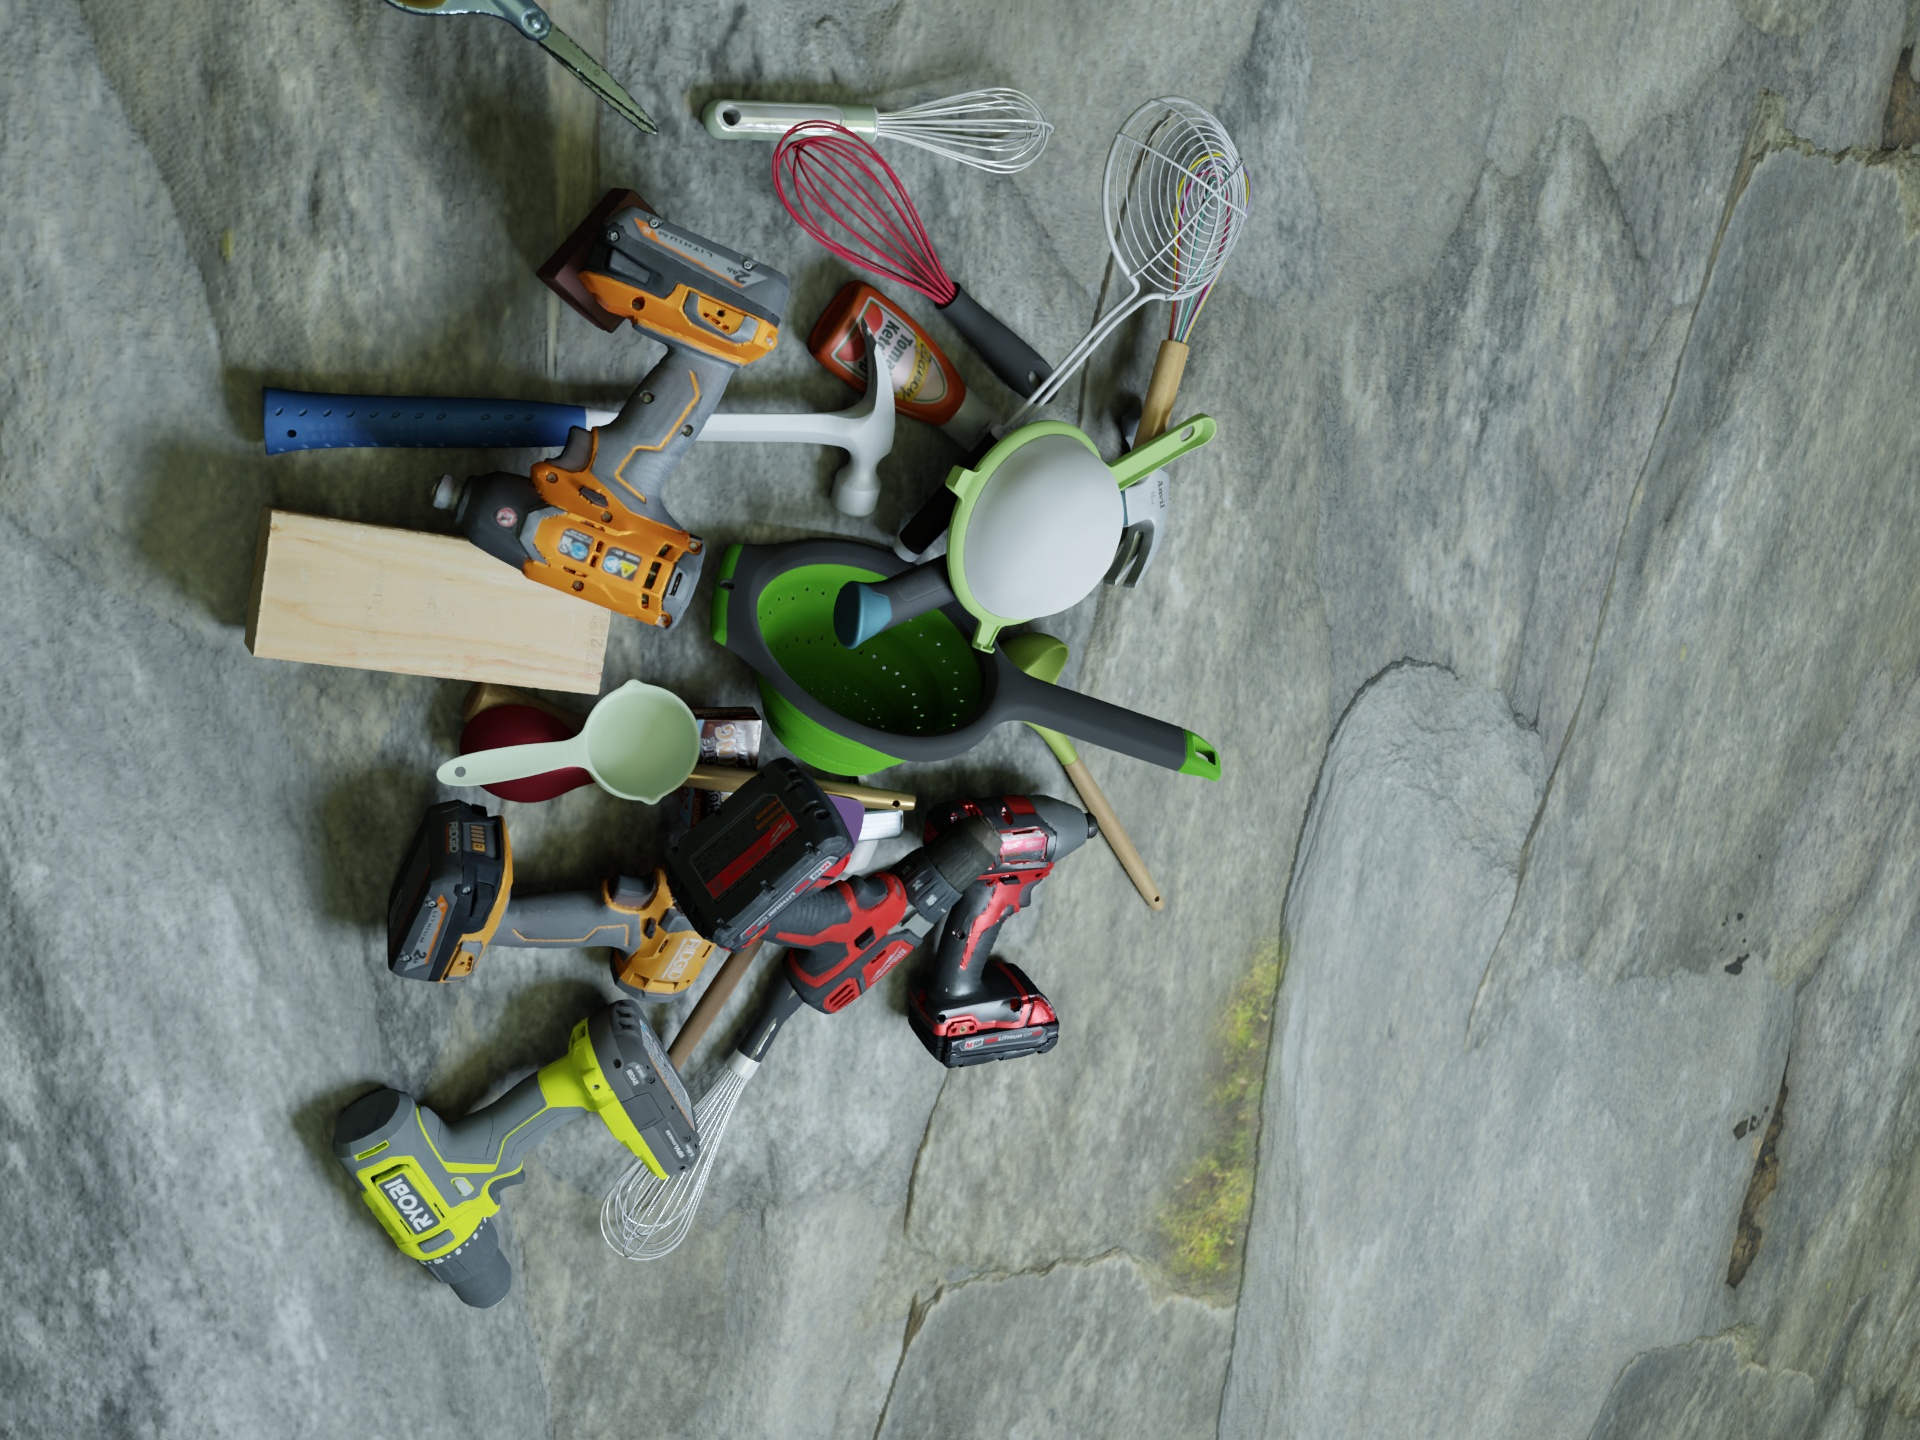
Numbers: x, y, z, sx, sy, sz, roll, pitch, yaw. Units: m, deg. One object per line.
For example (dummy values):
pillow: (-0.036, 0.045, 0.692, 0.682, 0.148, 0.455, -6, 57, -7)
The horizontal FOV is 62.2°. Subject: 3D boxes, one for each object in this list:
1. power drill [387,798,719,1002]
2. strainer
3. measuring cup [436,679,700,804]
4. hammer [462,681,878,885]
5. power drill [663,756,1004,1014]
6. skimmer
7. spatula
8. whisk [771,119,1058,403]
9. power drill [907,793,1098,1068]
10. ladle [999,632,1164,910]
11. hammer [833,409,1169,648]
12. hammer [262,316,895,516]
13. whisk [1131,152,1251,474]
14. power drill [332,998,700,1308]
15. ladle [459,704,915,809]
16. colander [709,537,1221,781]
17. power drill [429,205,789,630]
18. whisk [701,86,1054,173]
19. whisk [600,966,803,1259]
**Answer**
power drill: (-0.258, 0.115, 1.096, 0.226, 0.084, 0.185, 12, 131, -30)
strainer: (0.106, -0.152, 1.125, 0.256, 0.069, 0.151, -32, 133, -26)
measuring cup: (-0.256, 0.023, 1.041, 0.167, 0.038, 0.083, -10, 87, -18)
hammer: (-0.200, 0.039, 1.159, 0.331, 0.031, 0.130, 24, 96, -31)
power drill: (-0.077, 0.108, 1.097, 0.188, 0.080, 0.226, -41, 147, 3)
skimmer: (0.061, -0.260, 1.108, 0.127, 0.090, 0.363, 16, 129, -41)
spatula: (-0.160, 0.174, 1.176, 0.059, 0.018, 0.315, 16, 119, -36)
whisk: (-0.020, -0.307, 1.103, 0.295, 0.073, 0.073, 35, 90, -42)
power drill: (0.034, 0.162, 1.282, 0.143, 0.079, 0.219, -4, 114, -26)
ladle: (0.108, 0.054, 1.307, 0.078, 0.062, 0.319, -41, 123, -12)
hammer: (0.039, -0.126, 1.166, 0.331, 0.033, 0.128, -26, 118, -37)
hammer: (-0.234, -0.198, 1.037, 0.405, 0.035, 0.144, -3, 134, -22)
whisk: (0.164, -0.305, 1.197, 0.047, 0.051, 0.245, 14, 94, -23)
power drill: (-0.312, 0.321, 1.165, 0.228, 0.080, 0.190, -26, 117, -5)
ladle: (-0.183, 0.039, 1.099, 0.315, 0.031, 0.069, 8, 108, -16)
colander: (-0.002, -0.004, 1.157, 0.397, 0.205, 0.094, 18, 131, -15)
power drill: (-0.211, -0.186, 0.963, 0.164, 0.084, 0.226, 20, 92, -18)
whisk: (-0.052, -0.401, 1.070, 0.246, 0.059, 0.058, -6, 98, -20)
whisk: (-0.187, 0.297, 1.247, 0.070, 0.070, 0.284, 35, 86, -32)
